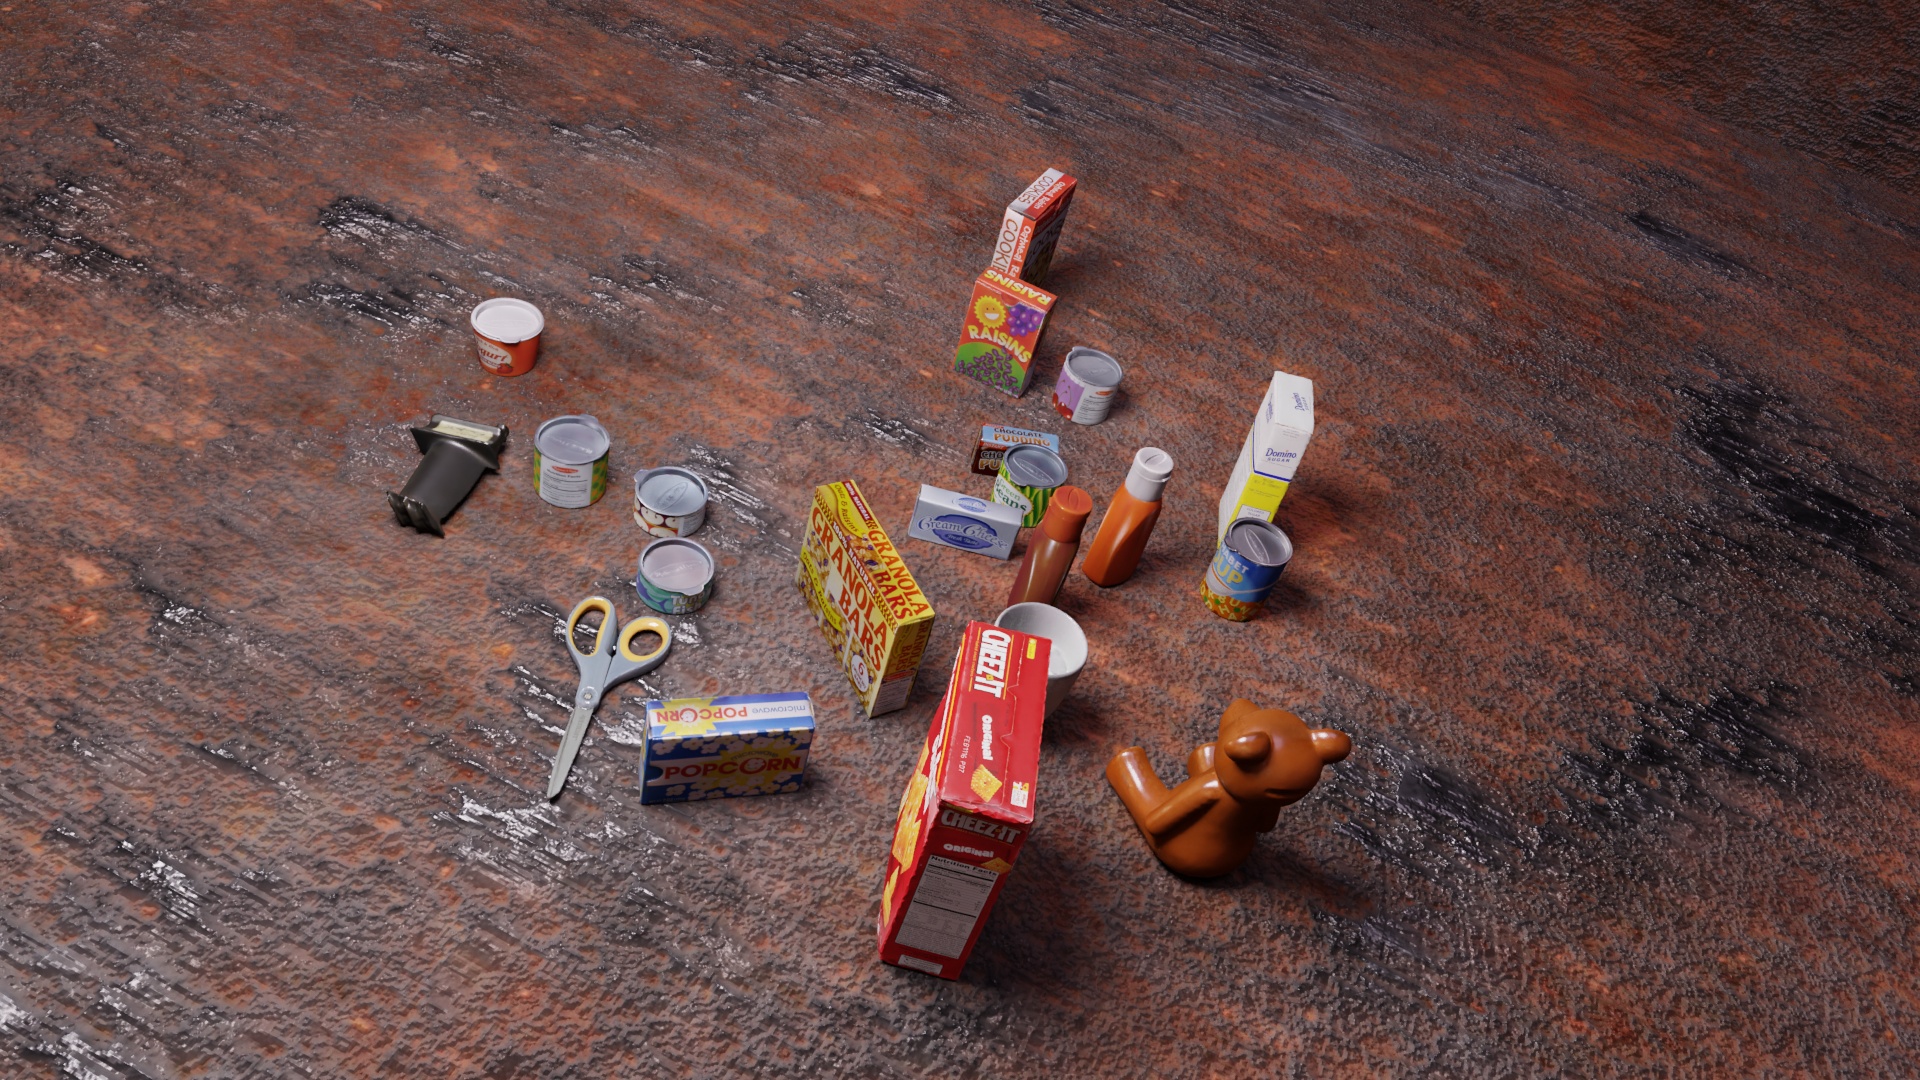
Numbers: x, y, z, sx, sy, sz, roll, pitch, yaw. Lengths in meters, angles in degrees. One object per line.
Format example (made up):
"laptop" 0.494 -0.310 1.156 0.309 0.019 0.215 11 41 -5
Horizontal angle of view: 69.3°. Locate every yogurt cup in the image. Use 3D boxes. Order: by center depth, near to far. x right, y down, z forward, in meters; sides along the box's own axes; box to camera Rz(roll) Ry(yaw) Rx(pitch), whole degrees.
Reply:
"yogurt cup" -0.449 -0.200 1.375 0.072 0.053 0.073 10 43 -9

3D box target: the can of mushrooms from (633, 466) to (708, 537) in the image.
"can of mushrooms" -0.270 -0.036 1.282 0.071 0.033 0.071 10 43 -9

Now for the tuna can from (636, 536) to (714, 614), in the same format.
"tuna can" -0.249 0.033 1.218 0.071 0.032 0.071 10 43 -9

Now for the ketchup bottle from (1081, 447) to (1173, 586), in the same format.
"ketchup bottle" 0.164 -0.023 1.330 0.065 0.148 0.043 -28 59 -38

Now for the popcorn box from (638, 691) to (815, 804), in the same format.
"popcorn box" -0.181 0.160 1.071 0.127 0.084 0.038 -1 46 -20

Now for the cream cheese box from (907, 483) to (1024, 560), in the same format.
"cream cheese box" 0.005 -0.017 1.340 0.104 0.053 0.024 14 43 -4

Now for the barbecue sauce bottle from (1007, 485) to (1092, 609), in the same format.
"barbecue sauce bottle" 0.081 0.015 1.263 0.044 0.147 0.065 15 43 -4

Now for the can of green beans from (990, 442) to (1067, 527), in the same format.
"can of green beans" 0.068 -0.055 1.398 0.071 0.057 0.071 10 43 -9

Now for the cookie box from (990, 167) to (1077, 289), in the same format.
"cookie box" 0.075 -0.330 1.604 0.040 0.166 0.123 27 43 10

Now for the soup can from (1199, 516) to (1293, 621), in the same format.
"soup can" 0.276 0.029 1.362 0.071 0.083 0.072 10 43 -9

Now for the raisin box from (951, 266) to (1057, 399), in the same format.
"raisin box" 0.047 -0.227 1.520 0.086 0.122 0.040 27 43 10

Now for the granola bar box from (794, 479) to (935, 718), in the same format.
"granola bar box" -0.084 0.049 1.190 0.039 0.123 0.166 -12 50 -28

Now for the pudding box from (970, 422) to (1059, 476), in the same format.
"pudding box" 0.057 -0.090 1.436 0.084 0.049 0.030 10 43 -9

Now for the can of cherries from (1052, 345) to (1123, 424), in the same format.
"can of cherries" 0.140 -0.172 1.543 0.071 0.058 0.072 10 43 -9

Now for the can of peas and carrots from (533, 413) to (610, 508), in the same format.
"can of peas and carrots" -0.356 -0.073 1.273 0.071 0.058 0.071 10 43 -9
